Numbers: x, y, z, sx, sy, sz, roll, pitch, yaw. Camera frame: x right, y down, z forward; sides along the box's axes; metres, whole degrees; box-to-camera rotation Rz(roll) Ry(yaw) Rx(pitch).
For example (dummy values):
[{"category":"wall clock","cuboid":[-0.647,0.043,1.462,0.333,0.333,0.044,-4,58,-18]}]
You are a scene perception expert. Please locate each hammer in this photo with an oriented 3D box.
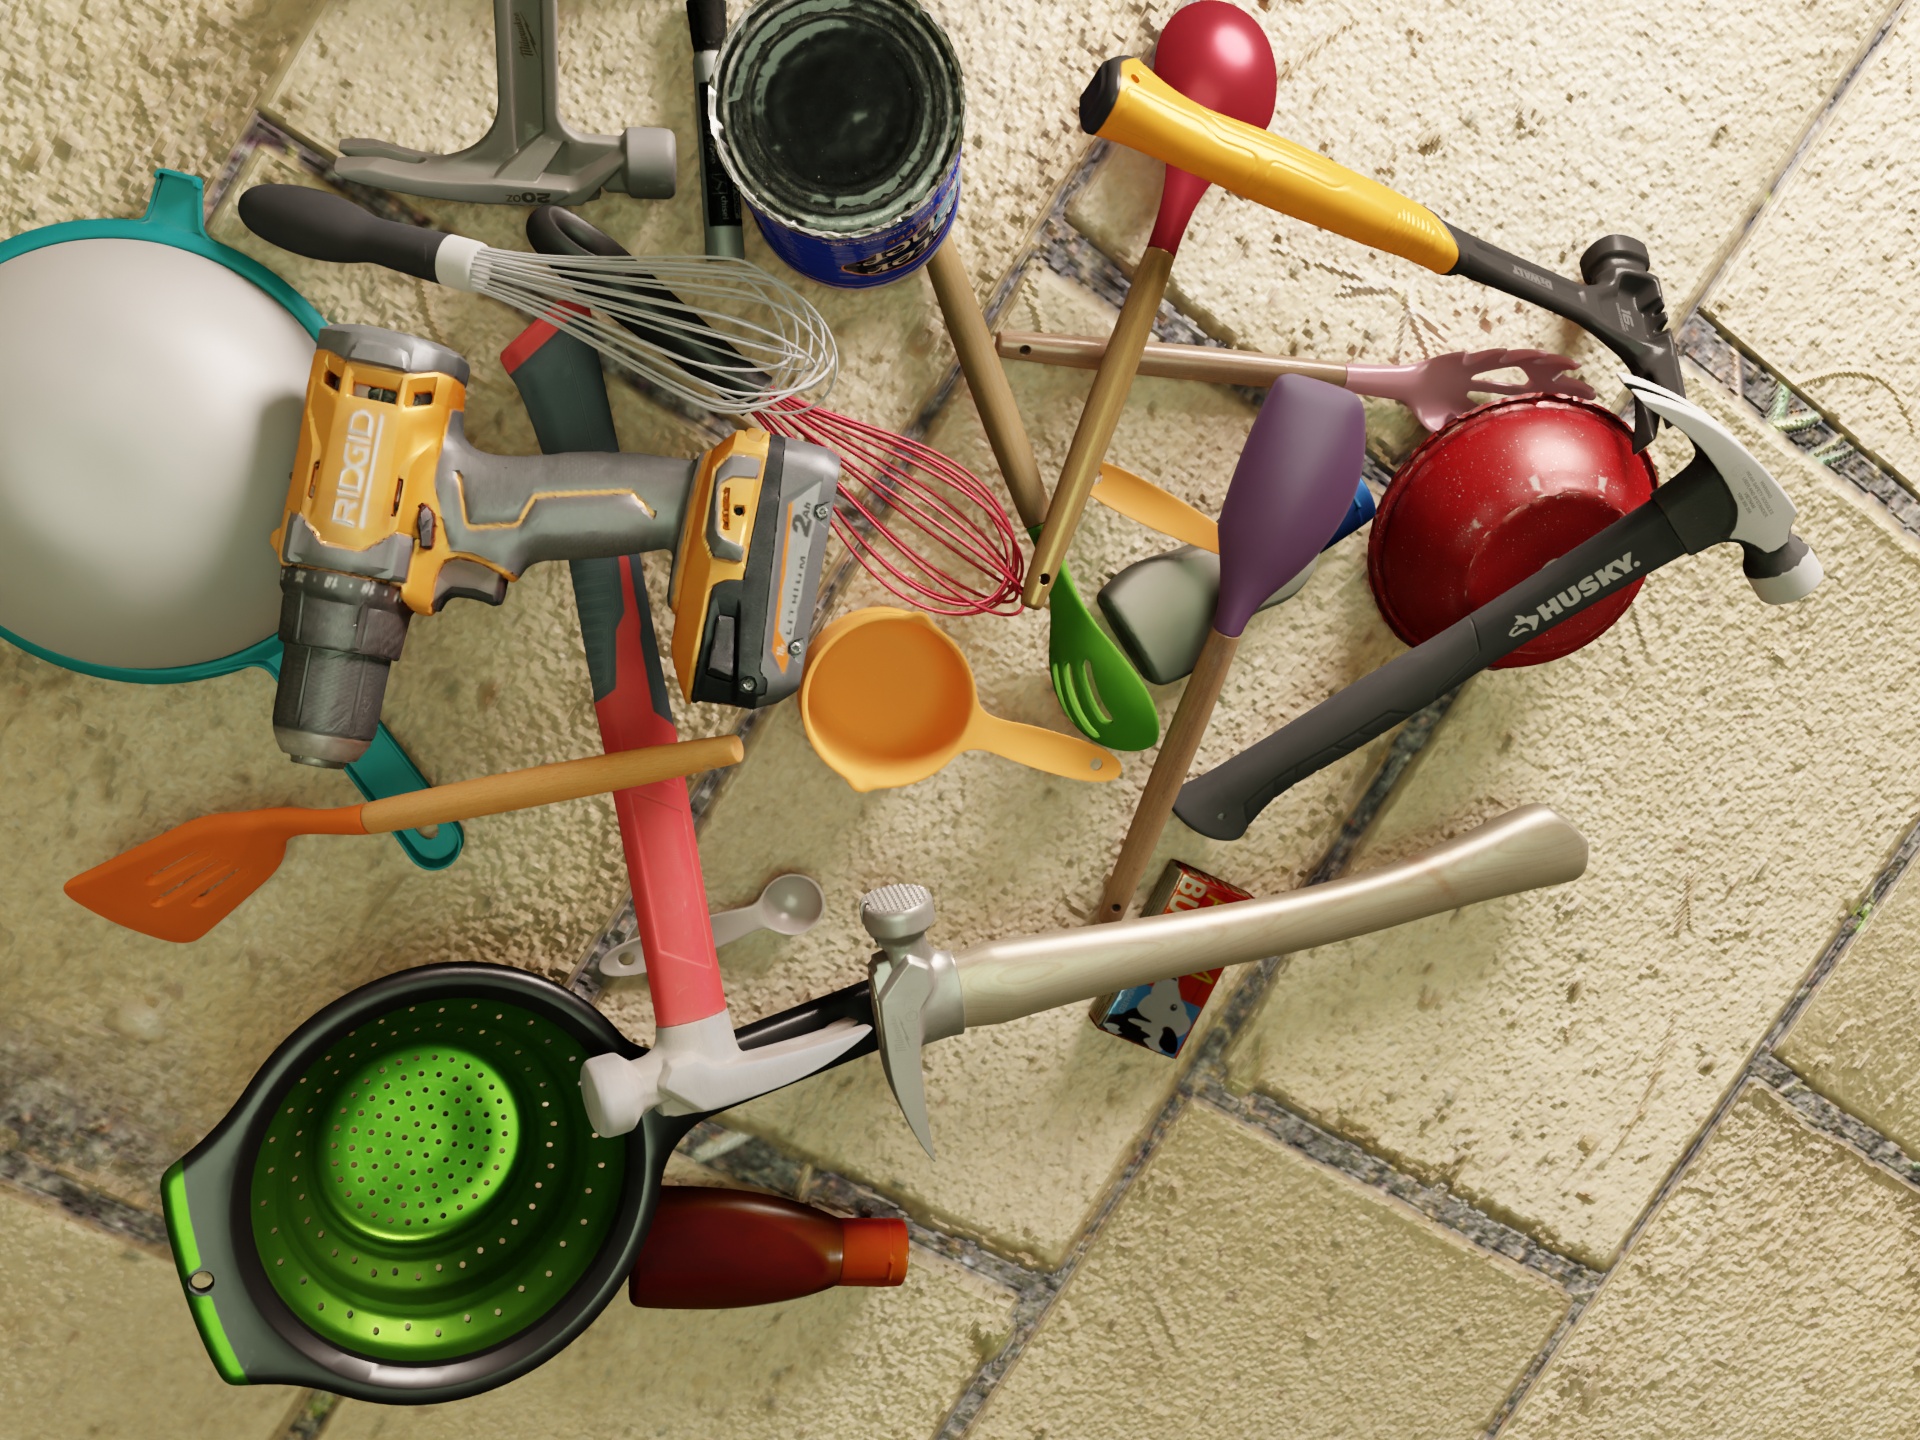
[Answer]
[{"category":"hammer","cuboid":[-0.142,-0.006,0.764,0.143,0.038,0.386,-12,95,-28]},{"category":"hammer","cuboid":[-0.179,-0.369,0.607,0.149,0.037,0.358,-1,135,-13]},{"category":"hammer","cuboid":[0.154,0.123,0.863,0.410,0.038,0.146,-11,107,-13]},{"category":"hammer","cuboid":[0.250,-0.037,0.811,0.334,0.035,0.146,-34,116,21]},{"category":"hammer","cuboid":[0.209,-0.232,0.764,0.336,0.034,0.127,15,57,-21]}]

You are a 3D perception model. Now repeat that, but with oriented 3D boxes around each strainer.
[{"category":"strainer","cuboid":[-0.335,-0.059,0.710,0.211,0.095,0.340,-33,106,-3]}]

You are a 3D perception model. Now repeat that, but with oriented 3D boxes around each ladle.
[{"category":"ladle","cuboid":[0.087,-0.203,0.773,0.069,0.031,0.315,20,89,-19]}]

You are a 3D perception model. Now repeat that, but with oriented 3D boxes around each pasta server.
[{"category":"pasta server","cuboid":[0.174,-0.177,0.821,0.316,0.040,0.060,3,119,-12]}]

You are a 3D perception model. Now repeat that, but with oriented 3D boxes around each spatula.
[{"category":"spatula","cuboid":[-0.249,0.049,0.725,0.322,0.041,0.081,-11,150,14]},{"category":"spatula","cuboid":[0.129,-0.023,0.815,0.059,0.018,0.315,18,115,-4]}]

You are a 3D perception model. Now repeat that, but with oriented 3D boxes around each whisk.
[{"category":"whisk","cuboid":[-0.187,-0.192,0.692,0.284,0.070,0.070,17,100,7]},{"category":"whisk","cuboid":[-0.082,-0.142,0.760,0.295,0.073,0.073,37,93,-16]}]

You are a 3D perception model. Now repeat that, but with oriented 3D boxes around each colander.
[{"category":"colander","cuboid":[-0.187,0.194,0.815,0.397,0.094,0.204,-17,97,-26]}]

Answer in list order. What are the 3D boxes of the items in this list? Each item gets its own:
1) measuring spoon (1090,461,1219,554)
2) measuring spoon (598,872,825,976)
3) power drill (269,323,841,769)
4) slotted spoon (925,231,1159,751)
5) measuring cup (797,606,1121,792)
[{"category":"measuring spoon","cuboid":[0.107,-0.105,0.815,0.117,0.011,0.021,29,98,12]},{"category":"measuring spoon","cuboid":[-0.131,0.109,0.839,0.124,0.018,0.034,-18,107,0]},{"category":"power drill","cuboid":[-0.178,-0.057,0.685,0.226,0.084,0.185,11,88,-9]},{"category":"slotted spoon","cuboid":[0.029,-0.123,0.799,0.031,0.070,0.313,-27,102,-29]},{"category":"measuring cup","cuboid":[-0.001,-0.003,0.819,0.173,0.052,0.095,17,99,-17]}]
